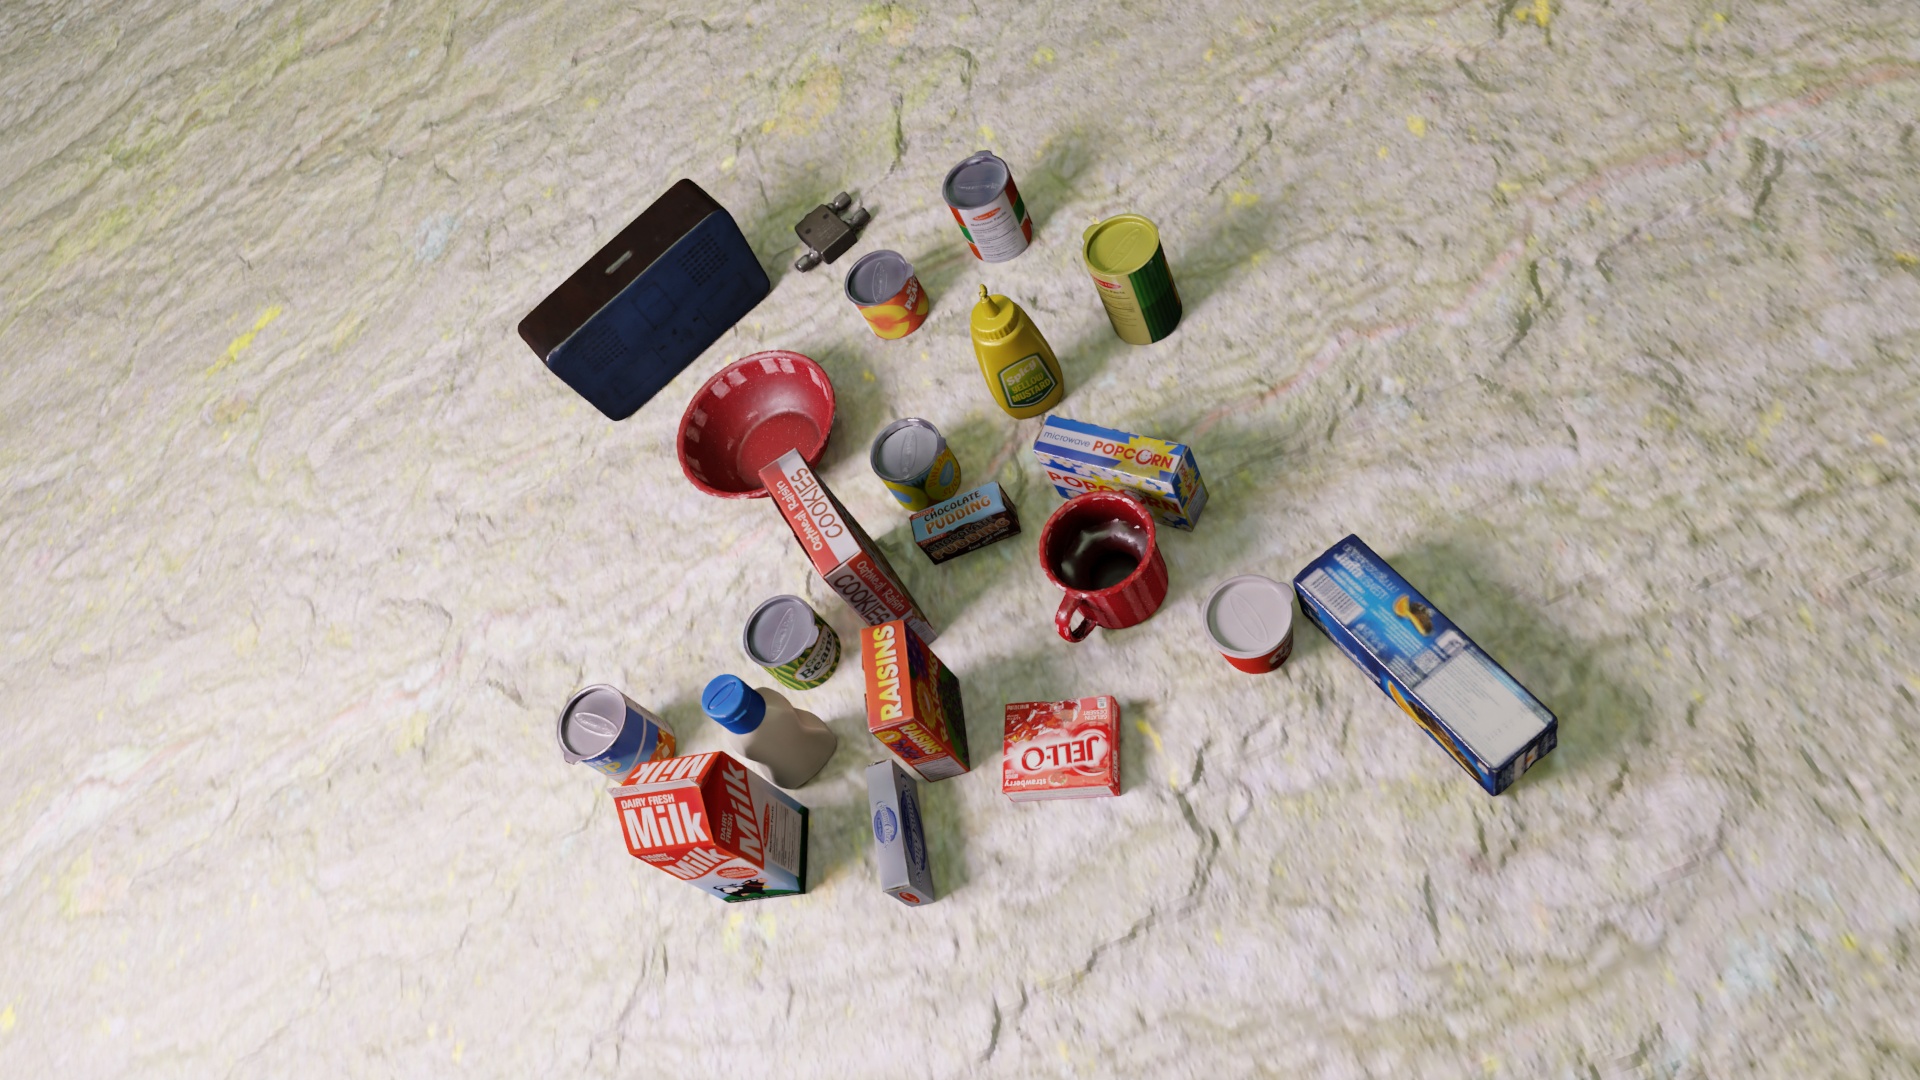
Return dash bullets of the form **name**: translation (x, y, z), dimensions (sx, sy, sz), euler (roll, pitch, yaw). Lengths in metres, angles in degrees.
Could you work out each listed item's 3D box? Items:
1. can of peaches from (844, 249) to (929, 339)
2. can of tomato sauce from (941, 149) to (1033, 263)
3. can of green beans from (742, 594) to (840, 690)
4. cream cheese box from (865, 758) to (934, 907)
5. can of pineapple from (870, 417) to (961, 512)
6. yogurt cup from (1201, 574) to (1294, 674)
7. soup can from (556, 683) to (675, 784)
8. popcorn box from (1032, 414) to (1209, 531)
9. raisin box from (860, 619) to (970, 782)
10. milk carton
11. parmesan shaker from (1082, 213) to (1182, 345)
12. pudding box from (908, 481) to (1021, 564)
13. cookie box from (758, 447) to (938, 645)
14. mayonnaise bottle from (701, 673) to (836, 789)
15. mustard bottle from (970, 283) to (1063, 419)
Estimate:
- **can of peaches**: translation (-0.068, -0.235, 1.330), dimensions (0.071, 0.058, 0.071), euler (-10, 60, 17)
- **can of tomato sauce**: translation (0.027, -0.316, 1.323), dimensions (0.071, 0.083, 0.071), euler (-10, 60, 17)
- **can of green beans**: translation (-0.142, 0.088, 1.181), dimensions (0.071, 0.057, 0.071), euler (-10, 60, 17)
- **cream cheese box**: translation (-0.047, 0.225, 1.069), dimensions (0.024, 0.053, 0.104), euler (-19, 57, 12)
- **can of pineapple**: translation (-0.037, -0.066, 1.224), dimensions (0.071, 0.057, 0.071), euler (-10, 60, 17)
- **yogurt cup**: translation (0.221, 0.067, 1.051), dimensions (0.072, 0.053, 0.073), euler (-10, 60, 17)
- **soup can**: translation (-0.292, 0.169, 1.179), dimensions (0.071, 0.083, 0.071), euler (-10, 60, 17)
- **popcorn box**: translation (0.131, -0.056, 1.135), dimensions (0.127, 0.085, 0.038), euler (16, 70, 28)
- **raisin box**: translation (-0.035, 0.126, 1.077), dimensions (0.040, 0.123, 0.086), euler (-16, 58, 14)
- **milk carton**: translation (-0.188, 0.213, 1.049), dimensions (0.072, 0.190, 0.074), euler (-10, 60, 17)
- **parmesan shaker**: translation (0.150, -0.228, 1.213), dimensions (0.071, 0.102, 0.071), euler (-10, 60, 17)
- **pudding box**: translation (0.004, -0.015, 1.184), dimensions (0.083, 0.049, 0.030), euler (-21, 57, 10)
- **cookie box**: translation (-0.091, 0.014, 1.135), dimensions (0.040, 0.167, 0.123), euler (-36, 56, 0)
- **mayonnaise bottle**: translation (-0.153, 0.148, 1.097), dimensions (0.065, 0.147, 0.041), euler (-45, 56, -6)
- **mustard bottle**: translation (0.041, -0.165, 1.187), dimensions (0.065, 0.159, 0.049), euler (-28, 56, 5)
